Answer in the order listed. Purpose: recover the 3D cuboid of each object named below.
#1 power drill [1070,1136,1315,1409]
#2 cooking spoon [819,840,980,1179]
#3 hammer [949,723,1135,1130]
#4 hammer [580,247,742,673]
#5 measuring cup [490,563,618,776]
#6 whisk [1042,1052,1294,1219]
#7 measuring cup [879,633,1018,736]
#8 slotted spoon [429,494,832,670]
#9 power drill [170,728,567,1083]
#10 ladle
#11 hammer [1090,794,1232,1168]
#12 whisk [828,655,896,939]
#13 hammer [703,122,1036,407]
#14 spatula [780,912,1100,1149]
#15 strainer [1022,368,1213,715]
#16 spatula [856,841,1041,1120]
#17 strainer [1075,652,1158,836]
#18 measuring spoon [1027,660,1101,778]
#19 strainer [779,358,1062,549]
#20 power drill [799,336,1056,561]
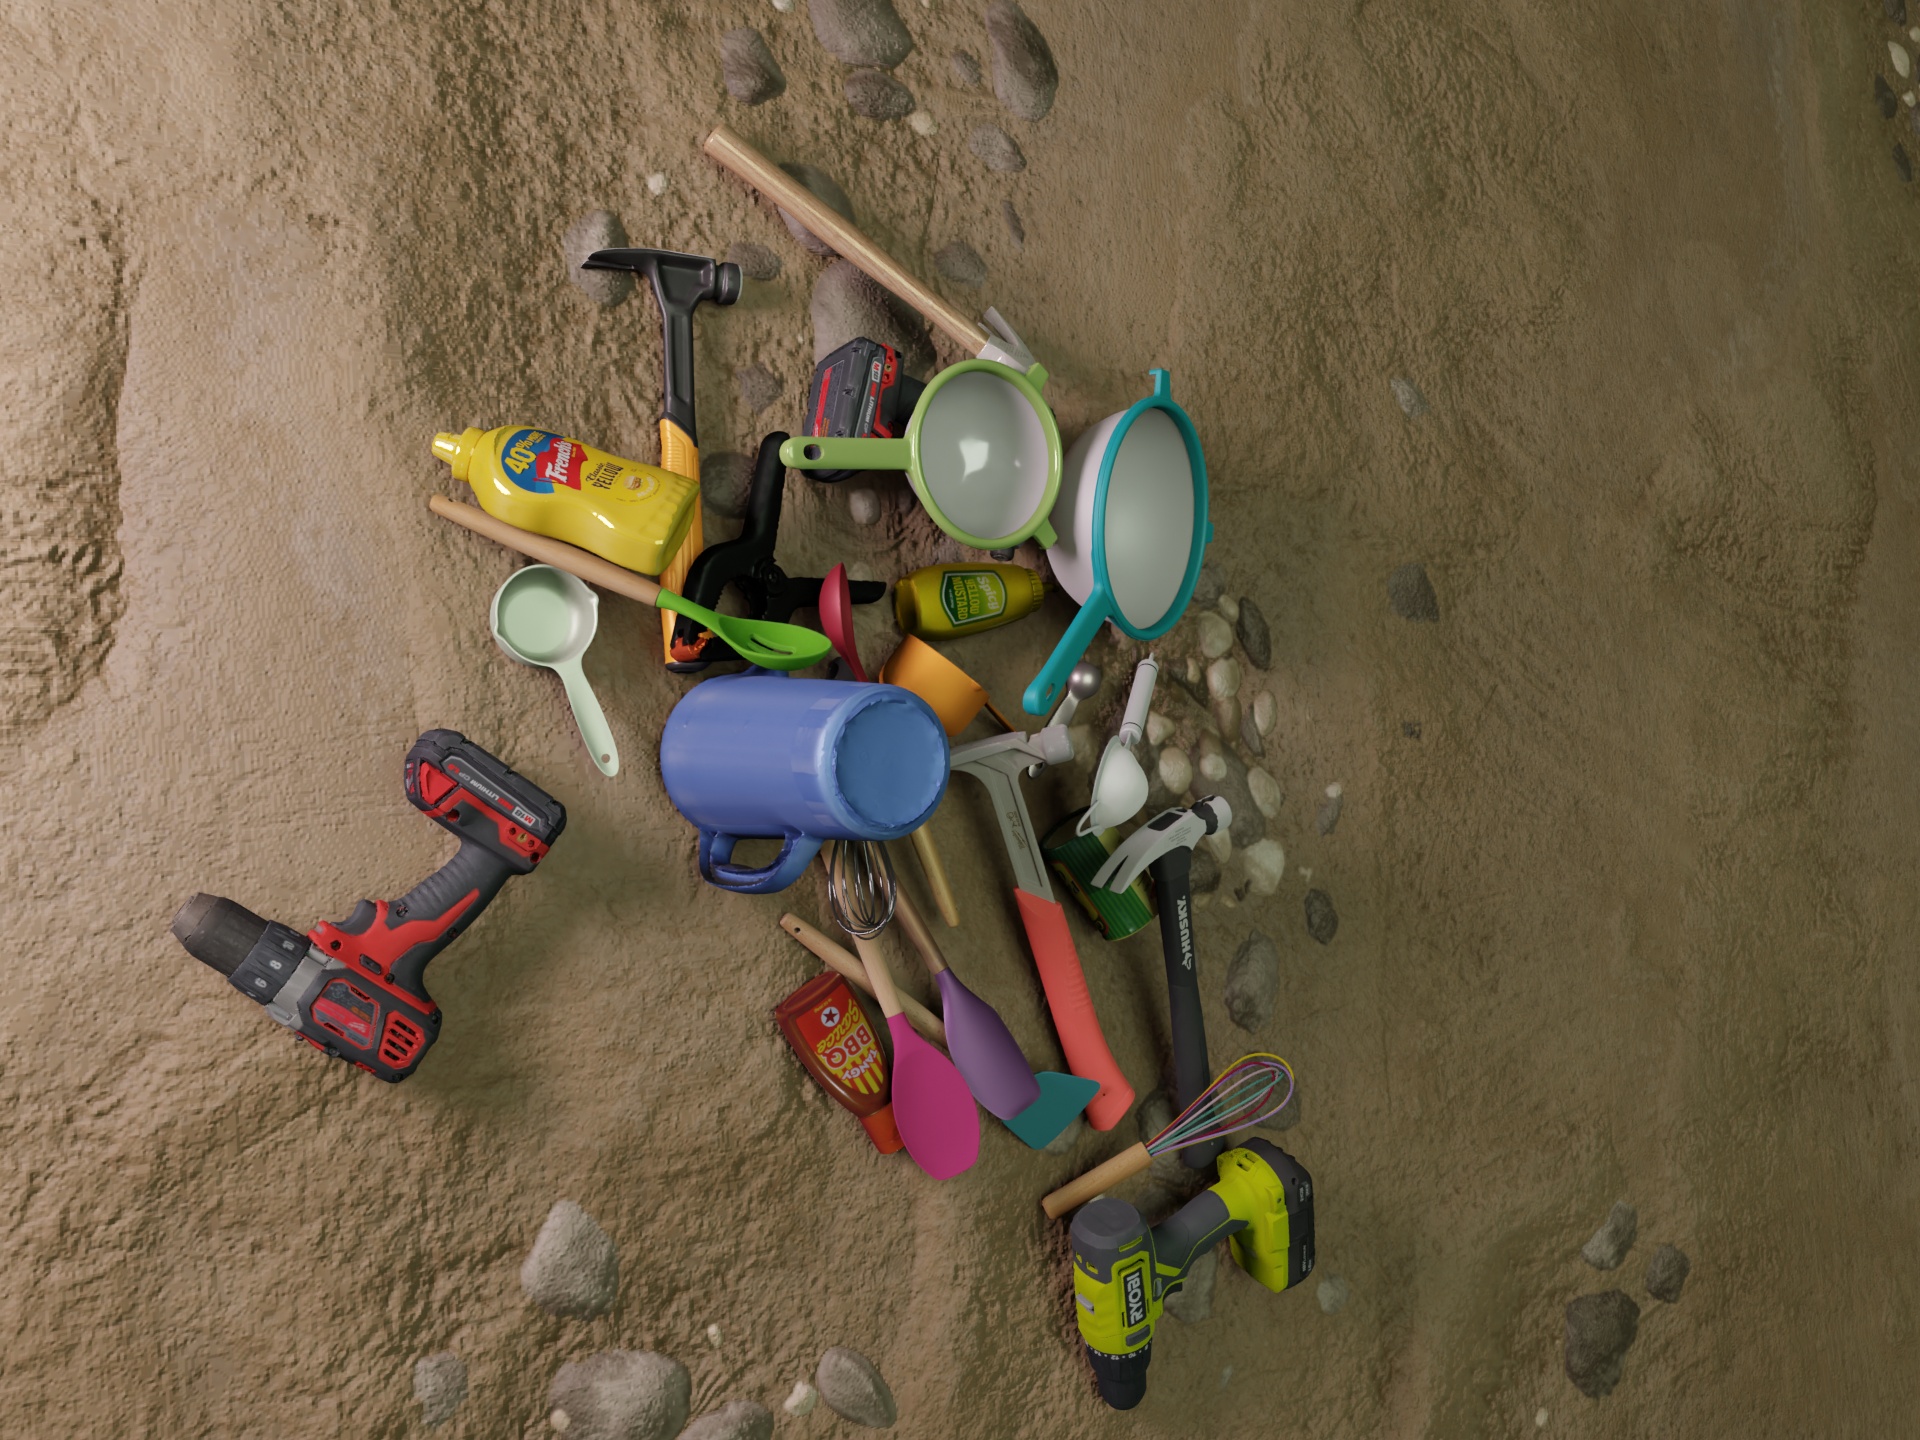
[{"bbox_3d":[0.198,0.478,1.383,0.228,0.080,0.190,-17,112,-29],"label":"power drill"},{"bbox_3d":[-0.062,0.212,1.275,0.068,0.017,0.319,-19,83,-26],"label":"cooking spoon"},{"bbox_3d":[0.067,0.186,1.356,0.149,0.037,0.359,-16,102,7],"label":"hammer"},{"bbox_3d":[-0.229,-0.205,1.255,0.127,0.034,0.337,0,85,-30],"label":"hammer"},{"bbox_3d":[-0.298,-0.035,1.197,0.083,0.038,0.167,-25,99,-29],"label":"measuring cup"},{"bbox_3d":[0.179,0.359,1.375,0.245,0.051,0.047,-29,97,-4],"label":"whisk"},{"bbox_3d":[-0.002,-0.004,1.345,0.052,0.095,0.173,-51,132,-5],"label":"measuring cup"},{"bbox_3d":[-0.245,-0.101,1.174,0.314,0.070,0.031,23,114,0],"label":"slotted spoon"},{"bbox_3d":[-0.404,0.113,1.101,0.187,0.080,0.227,38,71,-20],"label":"power drill"},{"bbox_3d":[-0.056,0.025,1.287,0.031,0.069,0.315,-18,103,7],"label":"ladle"},{"bbox_3d":[0.192,0.242,1.387,0.146,0.035,0.334,-22,112,-36],"label":"hammer"},{"bbox_3d":[-0.086,0.059,1.280,0.055,0.055,0.239,5,66,-29],"label":"whisk"},{"bbox_3d":[-0.071,-0.387,1.338,0.331,0.031,0.130,36,26,-12],"label":"hammer"},{"bbox_3d":[-0.022,0.253,1.318,0.317,0.044,0.082,39,101,-12],"label":"spatula"},{"bbox_3d":[0.105,-0.133,1.370,0.340,0.095,0.210,-57,140,-32],"label":"strainer"},{"bbox_3d":[-0.031,0.184,1.299,0.060,0.018,0.316,-29,88,-30],"label":"spatula"},{"bbox_3d":[0.149,0.016,1.382,0.259,0.050,0.086,-68,160,-50],"label":"strainer"},{"bbox_3d":[0.094,0.000,1.421,0.034,0.018,0.124,37,69,-21],"label":"measuring spoon"},{"bbox_3d":[-0.038,-0.206,1.254,0.256,0.069,0.151,-6,94,-34],"label":"strainer"},{"bbox_3d":[-0.020,-0.227,1.353,0.219,0.078,0.143,16,78,-30],"label":"power drill"}]
